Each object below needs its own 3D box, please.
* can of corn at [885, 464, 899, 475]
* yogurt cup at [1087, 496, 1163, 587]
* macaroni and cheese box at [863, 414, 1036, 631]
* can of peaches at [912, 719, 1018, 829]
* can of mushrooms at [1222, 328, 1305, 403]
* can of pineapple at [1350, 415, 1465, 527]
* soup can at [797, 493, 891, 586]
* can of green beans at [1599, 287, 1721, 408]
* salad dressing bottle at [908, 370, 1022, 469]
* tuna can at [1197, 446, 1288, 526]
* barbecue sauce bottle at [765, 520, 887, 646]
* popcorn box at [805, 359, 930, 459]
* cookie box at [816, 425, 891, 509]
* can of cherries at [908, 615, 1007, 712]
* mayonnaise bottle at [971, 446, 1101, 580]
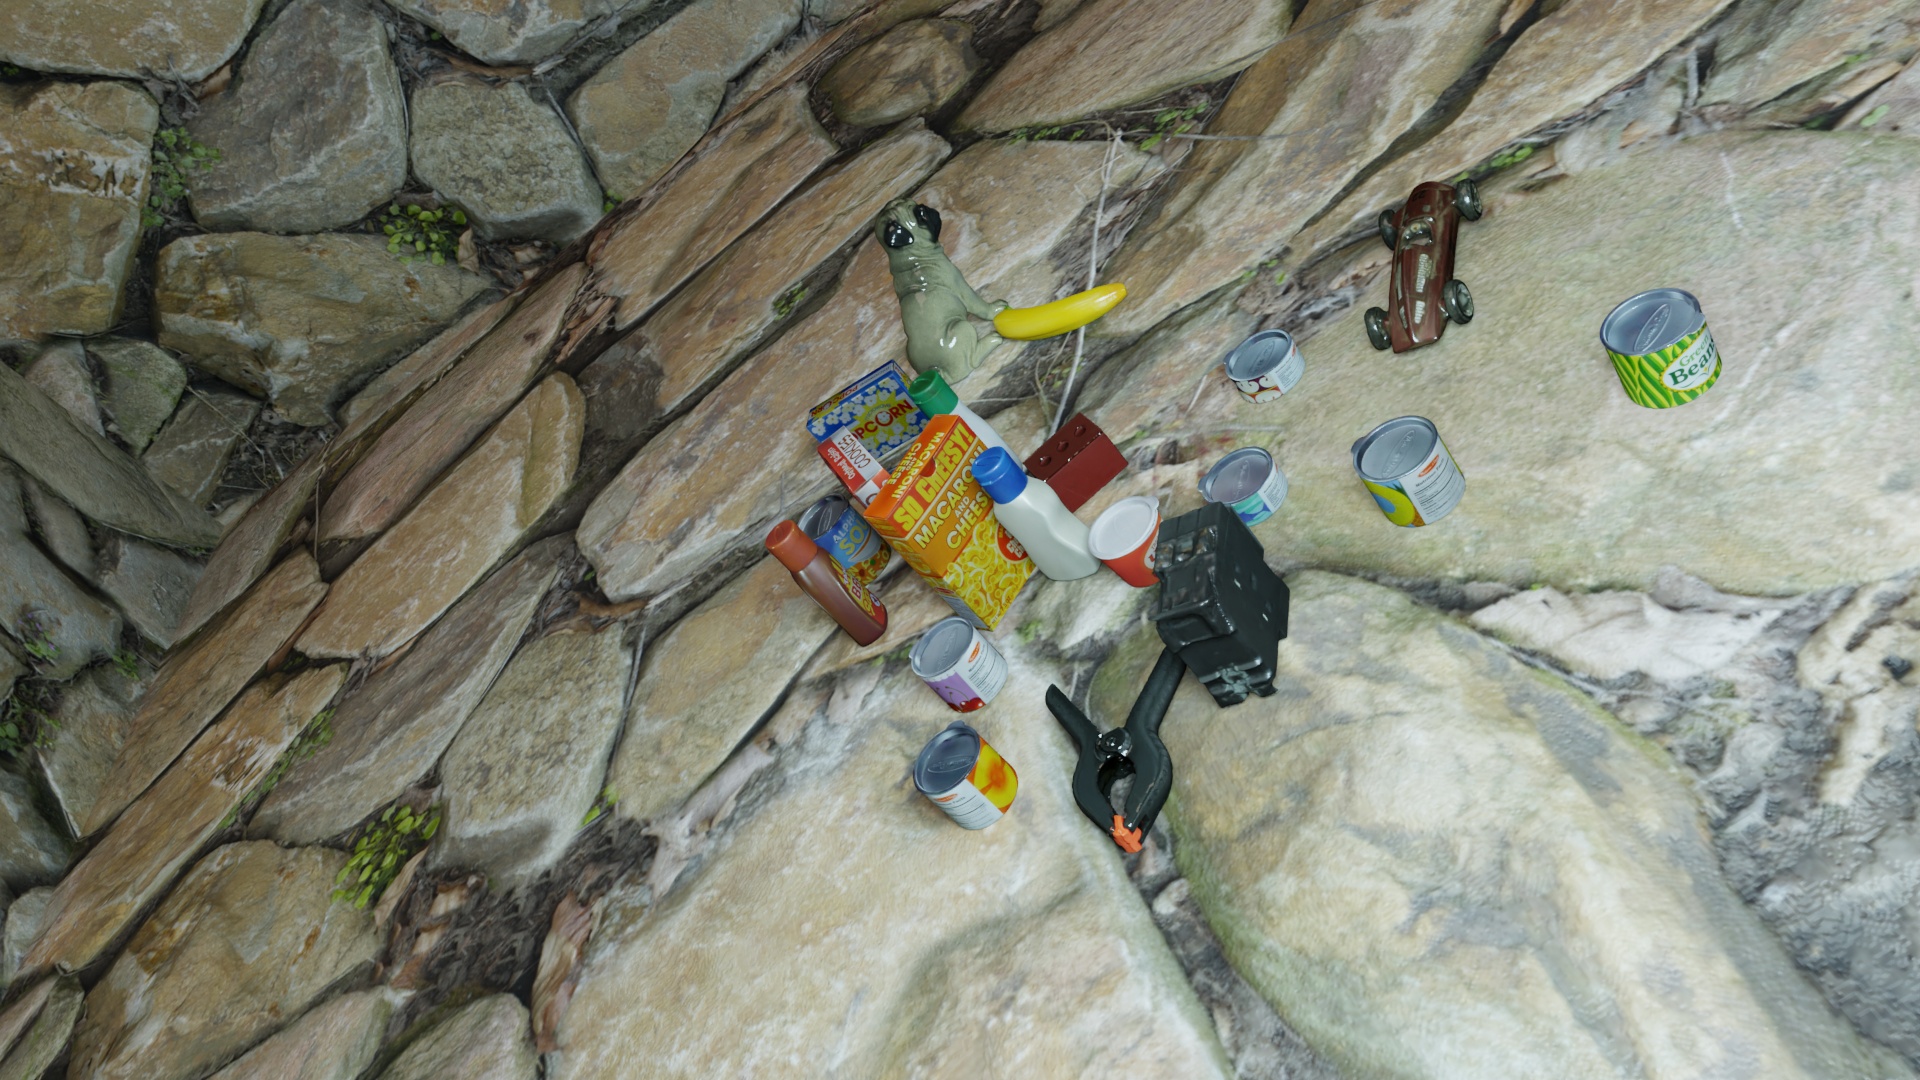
[{"bbox_3d":[-0.056,-0.040,1.468,0.071,0.058,0.071,-28,35,22],"label":"can of corn"},{"bbox_3d":[0.152,0.004,1.198,0.072,0.054,0.073,-28,35,22],"label":"yogurt cup"},{"bbox_3d":[0.005,-0.016,1.273,0.040,0.166,0.124,6,56,50],"label":"macaroni and cheese box"},{"bbox_3d":[0.005,0.191,1.129,0.071,0.058,0.071,-28,35,22],"label":"can of peaches"},{"bbox_3d":[0.278,-0.160,1.276,0.071,0.033,0.071,-28,35,22],"label":"can of mushrooms"},{"bbox_3d":[0.341,-0.053,1.059,0.071,0.057,0.071,-28,35,22],"label":"can of pineapple"},{"bbox_3d":[-0.121,0.001,1.465,0.071,0.083,0.072,-28,35,22],"label":"soup can"},{"bbox_3d":[0.499,-0.136,0.989,0.071,0.057,0.071,-28,35,22],"label":"can of green beans"},{"bbox_3d":[0.005,-0.109,1.401,0.064,0.147,0.044,12,60,52],"label":"salad dressing bottle"},{"bbox_3d":[0.240,-0.044,1.181,0.071,0.032,0.071,-28,35,22],"label":"tuna can"},{"bbox_3d":[-0.132,0.040,1.370,0.043,0.148,0.065,-36,33,11],"label":"barbecue sauce bottle"},{"bbox_3d":[-0.103,-0.143,1.616,0.126,0.085,0.038,-29,34,20],"label":"popcorn box"},{"bbox_3d":[-0.060,-0.026,1.354,0.040,0.167,0.123,-43,32,-1],"label":"cookie box"},{"bbox_3d":[-0.002,0.110,1.233,0.071,0.058,0.072,-28,35,22],"label":"can of cherries"},{"bbox_3d":[0.066,-0.023,1.234,0.064,0.147,0.041,-10,45,41],"label":"mayonnaise bottle"}]
